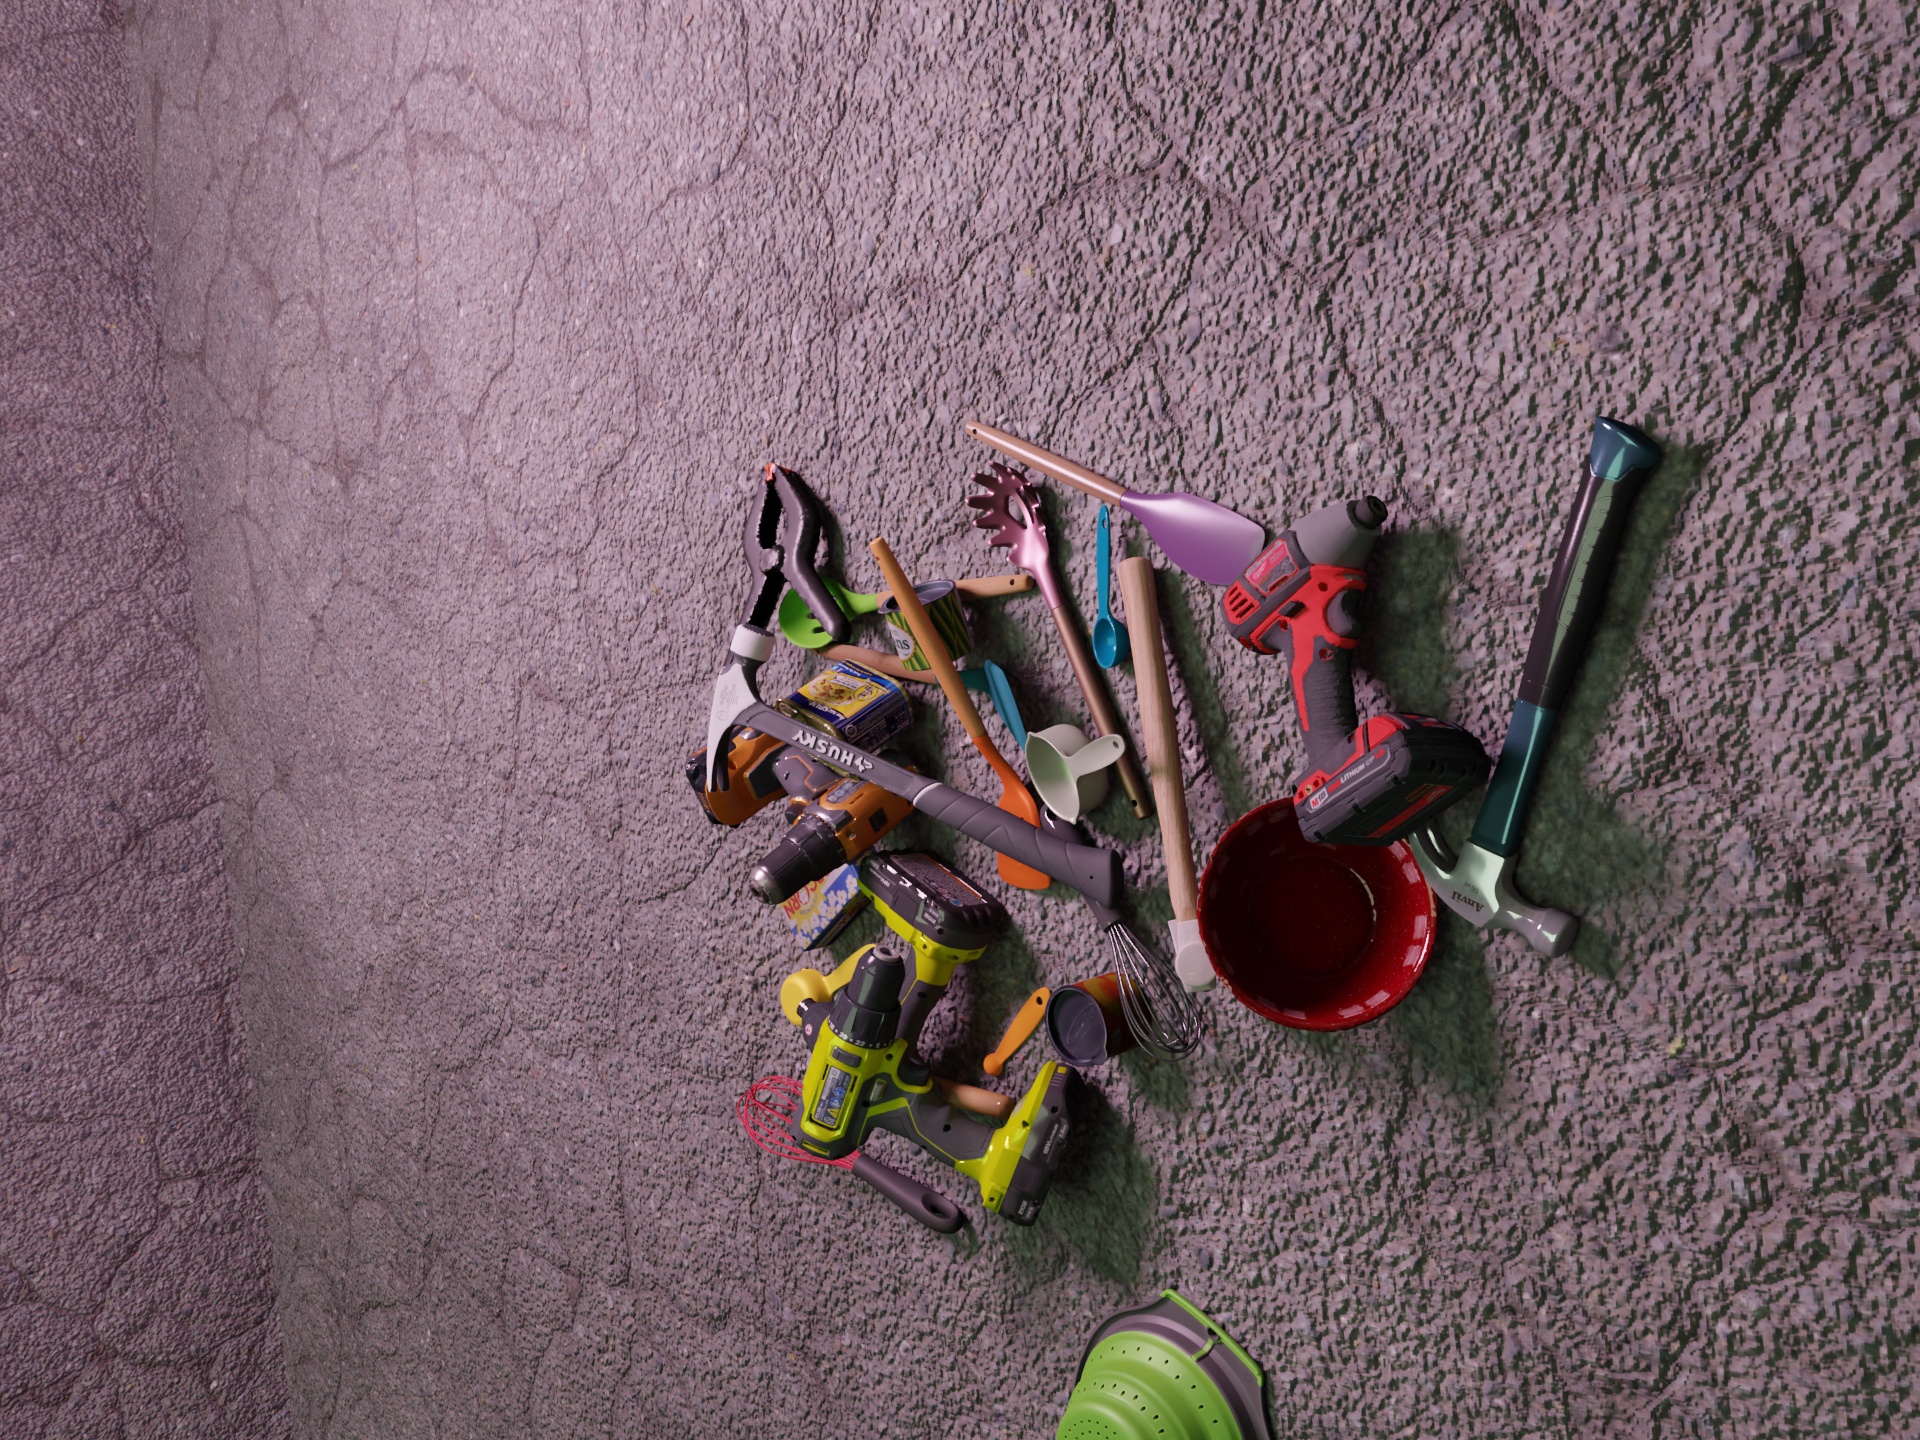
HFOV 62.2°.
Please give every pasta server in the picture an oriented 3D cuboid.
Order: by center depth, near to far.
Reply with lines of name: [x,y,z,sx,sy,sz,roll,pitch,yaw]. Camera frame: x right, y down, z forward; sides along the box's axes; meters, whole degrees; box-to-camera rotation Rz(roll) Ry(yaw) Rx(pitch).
pasta server: [0.085,-0.066,1.289,0.060,0.040,0.316,-32,74,39]

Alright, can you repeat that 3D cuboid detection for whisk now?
whisk: [0.121,0.165,1.278,0.055,0.055,0.239,-51,56,37]
whisk: [-0.048,0.340,1.480,0.245,0.047,0.051,3,96,43]
whisk: [-0.111,0.423,1.547,0.296,0.073,0.073,20,110,38]

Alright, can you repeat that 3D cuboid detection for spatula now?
spatula: [0.112,-0.182,1.259,0.316,0.018,0.059,33,121,38]
spatula: [-0.002,-0.004,1.326,0.081,0.041,0.322,-1,121,60]
spatula: [-0.042,-0.039,1.420,0.318,0.044,0.082,15,133,46]

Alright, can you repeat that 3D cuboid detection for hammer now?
hammer: [0.370,-0.024,1.001,0.128,0.033,0.331,28,114,40]
hammer: [0.155,0.038,1.197,0.031,0.130,0.331,-9,76,6]
hammer: [-0.046,0.059,1.328,0.409,0.036,0.149,24,100,23]

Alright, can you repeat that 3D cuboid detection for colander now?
colander: [0.124,0.659,1.304,0.205,0.094,0.397,34,119,38]

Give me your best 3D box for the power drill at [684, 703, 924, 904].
power drill: [-0.163,0.079,1.468,0.226,0.185,0.084,20,141,45]

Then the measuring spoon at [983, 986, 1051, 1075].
measuring spoon: [0.048,0.273,1.391,0.021,0.011,0.117,52,128,28]

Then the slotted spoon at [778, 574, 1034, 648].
slotted spoon: [-0.053,-0.108,1.436,0.314,0.031,0.070,-3,82,44]

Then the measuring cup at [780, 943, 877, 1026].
measuring cup: [-0.129,0.256,1.561,0.156,0.029,0.062,-41,66,43]

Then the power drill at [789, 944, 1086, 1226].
power drill: [-0.016,0.307,1.334,0.228,0.080,0.190,22,107,8]

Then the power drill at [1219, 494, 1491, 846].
power drill: [0.258,-0.037,1.060,0.143,0.078,0.220,-46,48,44]

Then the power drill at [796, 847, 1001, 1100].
power drill: [-0.064,0.234,1.432,0.171,0.080,0.223,34,111,36]

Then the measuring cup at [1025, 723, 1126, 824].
measuring cup: [0.103,0.029,1.244,0.083,0.038,0.167,63,156,4]

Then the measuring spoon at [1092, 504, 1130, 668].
measuring spoon: [0.121,-0.105,1.255,0.042,0.021,0.128,-165,73,-68]
